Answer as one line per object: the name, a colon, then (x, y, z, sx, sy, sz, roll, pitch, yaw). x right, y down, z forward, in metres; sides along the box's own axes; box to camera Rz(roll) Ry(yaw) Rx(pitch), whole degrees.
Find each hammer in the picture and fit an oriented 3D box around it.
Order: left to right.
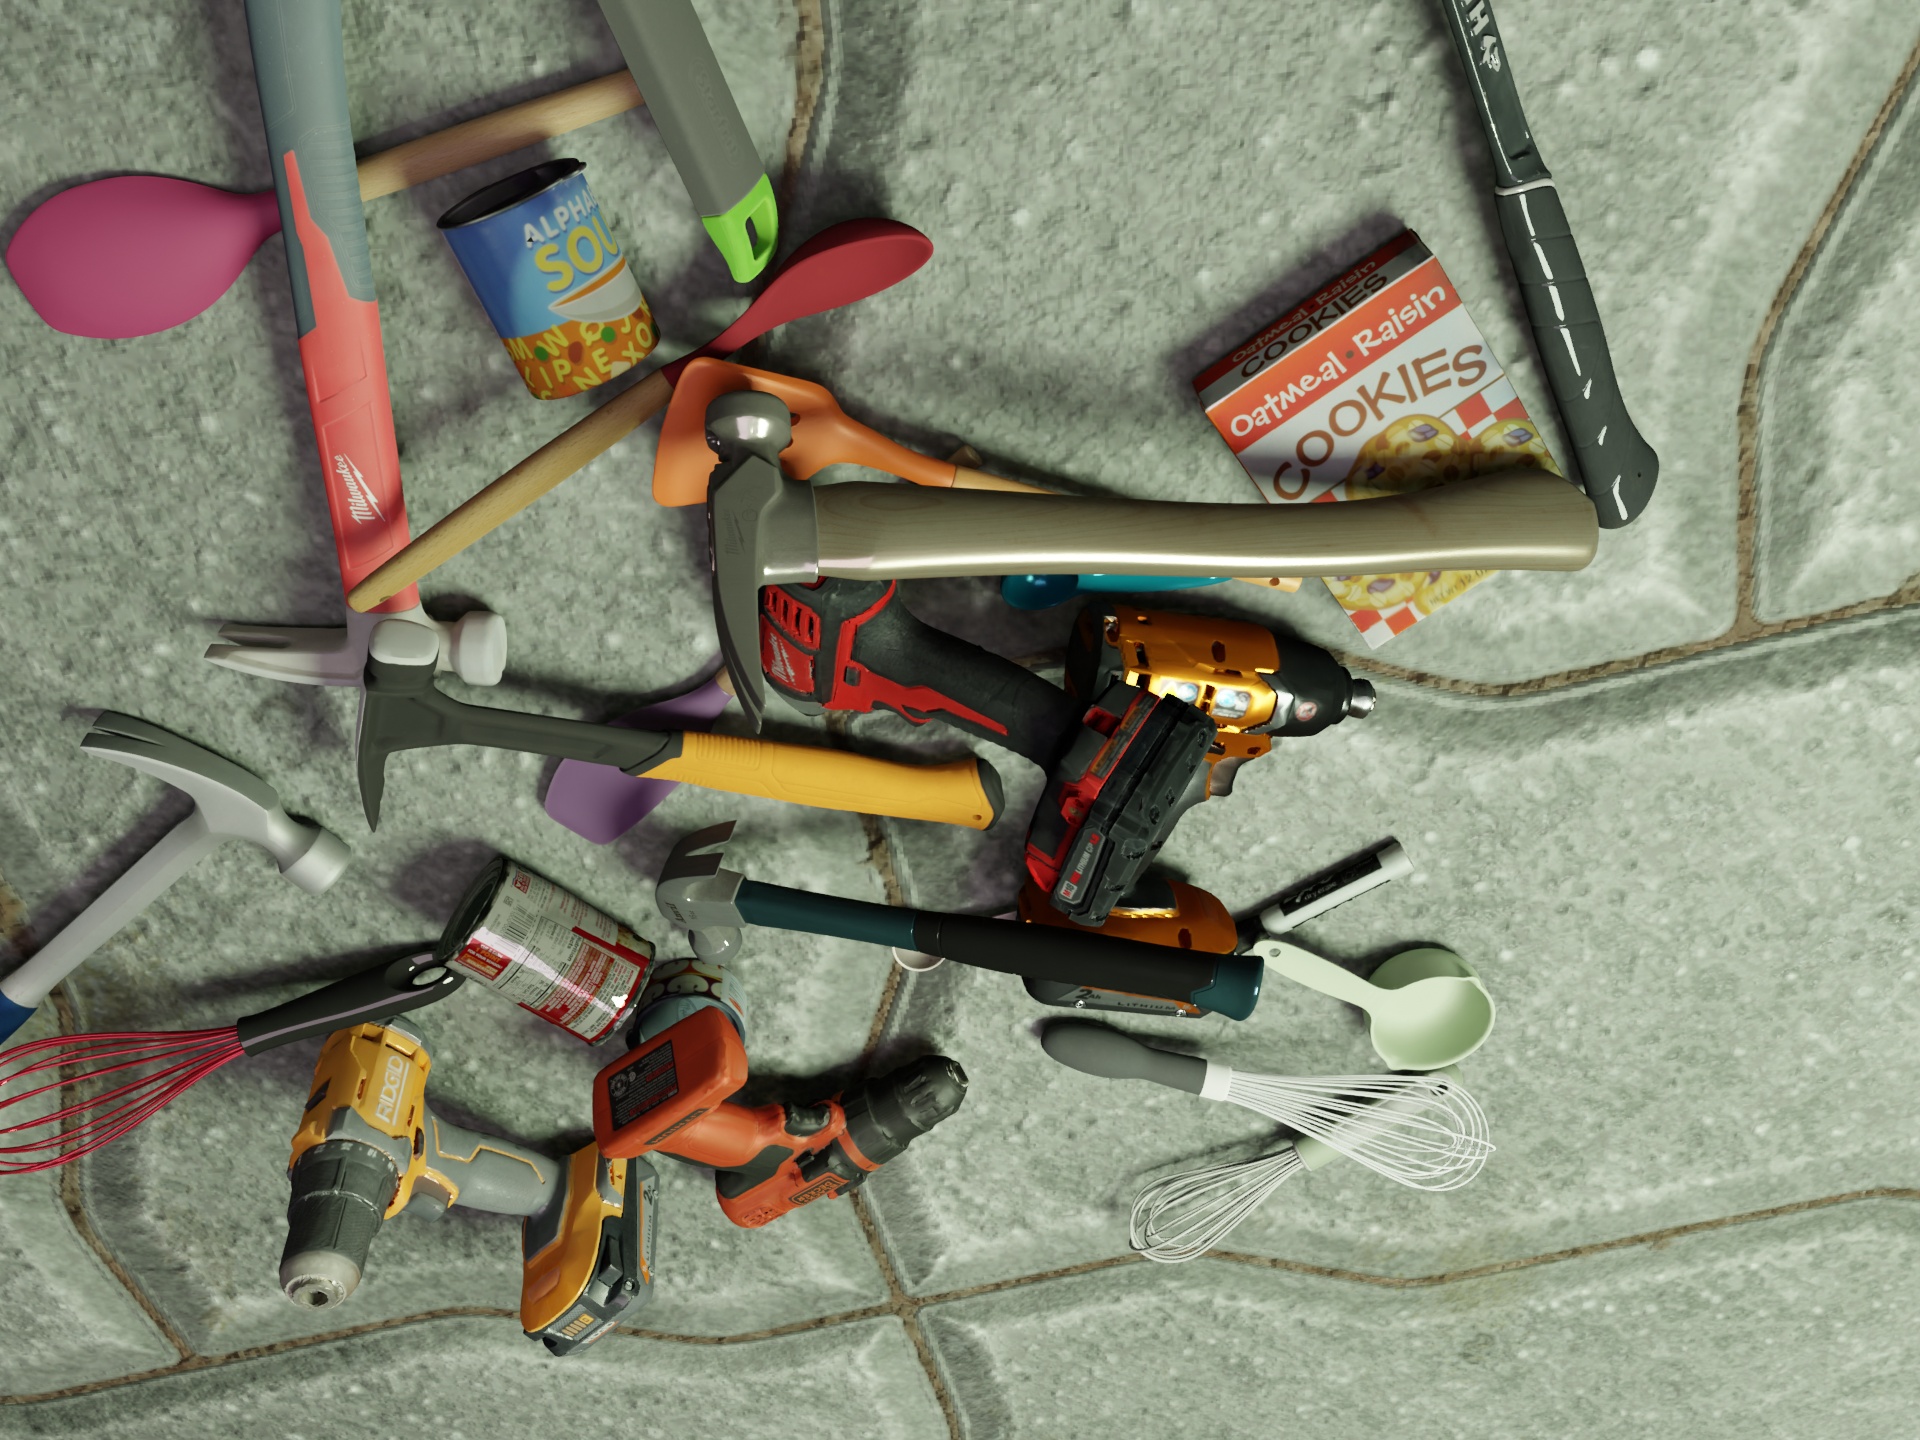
hammer: (-0.535, 0.145, 0.907, 0.405, 0.035, 0.144, -36, 118, 18)
hammer: (-0.290, -0.179, 0.699, 0.143, 0.038, 0.386, 2, 127, -5)
hammer: (-0.139, 0.026, 0.835, 0.336, 0.034, 0.127, 9, 134, -17)
hammer: (-0.007, 0.113, 0.834, 0.331, 0.033, 0.128, 7, 148, 16)
hammer: (0.096, -0.073, 0.707, 0.410, 0.146, 0.038, -2, 160, -12)
hammer: (0.236, -0.243, 0.683, 0.149, 0.036, 0.408, -48, 126, -19)

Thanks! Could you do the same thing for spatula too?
spatula: (-0.107, -0.036, 0.830, 0.316, 0.018, 0.059, -40, 123, 20)
spatula: (0.018, -0.103, 0.760, 0.322, 0.041, 0.081, 14, 129, -13)

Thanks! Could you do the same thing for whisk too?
whisk: (-0.426, 0.188, 0.906, 0.296, 0.073, 0.073, -18, 123, -9)
whisk: (0.188, 0.230, 0.981, 0.284, 0.070, 0.070, 14, 121, 2)
whisk: (0.216, 0.287, 1.039, 0.246, 0.059, 0.058, -32, 91, 11)

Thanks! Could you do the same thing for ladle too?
ladle: (-0.152, -0.138, 0.723, 0.315, 0.069, 0.031, -33, 83, 7)

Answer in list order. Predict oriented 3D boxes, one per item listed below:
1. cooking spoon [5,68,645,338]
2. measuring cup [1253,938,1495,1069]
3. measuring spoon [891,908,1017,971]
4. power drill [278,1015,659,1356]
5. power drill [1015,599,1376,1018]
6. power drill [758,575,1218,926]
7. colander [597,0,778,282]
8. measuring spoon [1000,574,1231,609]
cooking spoon: (-0.268, -0.234, 0.695, 0.319, 0.017, 0.068, -16, 125, 7)
measuring cup: (0.245, 0.156, 0.963, 0.167, 0.038, 0.083, 24, 118, -15)
measuring spoon: (0.020, 0.121, 0.942, 0.124, 0.018, 0.034, -10, 110, -5)
power drill: (-0.287, 0.290, 0.928, 0.084, 0.186, 0.226, -40, 119, 18)
power drill: (0.122, 0.050, 0.863, 0.164, 0.084, 0.226, 7, 118, -10)
power drill: (-0.001, -0.002, 0.756, 0.220, 0.078, 0.143, 32, 151, 9)
colander: (-0.178, -0.337, 0.581, 0.094, 0.205, 0.396, 7, 140, 31)
measuring spoon: (0.082, -0.079, 0.818, 0.128, 0.021, 0.042, -4, 148, -11)
